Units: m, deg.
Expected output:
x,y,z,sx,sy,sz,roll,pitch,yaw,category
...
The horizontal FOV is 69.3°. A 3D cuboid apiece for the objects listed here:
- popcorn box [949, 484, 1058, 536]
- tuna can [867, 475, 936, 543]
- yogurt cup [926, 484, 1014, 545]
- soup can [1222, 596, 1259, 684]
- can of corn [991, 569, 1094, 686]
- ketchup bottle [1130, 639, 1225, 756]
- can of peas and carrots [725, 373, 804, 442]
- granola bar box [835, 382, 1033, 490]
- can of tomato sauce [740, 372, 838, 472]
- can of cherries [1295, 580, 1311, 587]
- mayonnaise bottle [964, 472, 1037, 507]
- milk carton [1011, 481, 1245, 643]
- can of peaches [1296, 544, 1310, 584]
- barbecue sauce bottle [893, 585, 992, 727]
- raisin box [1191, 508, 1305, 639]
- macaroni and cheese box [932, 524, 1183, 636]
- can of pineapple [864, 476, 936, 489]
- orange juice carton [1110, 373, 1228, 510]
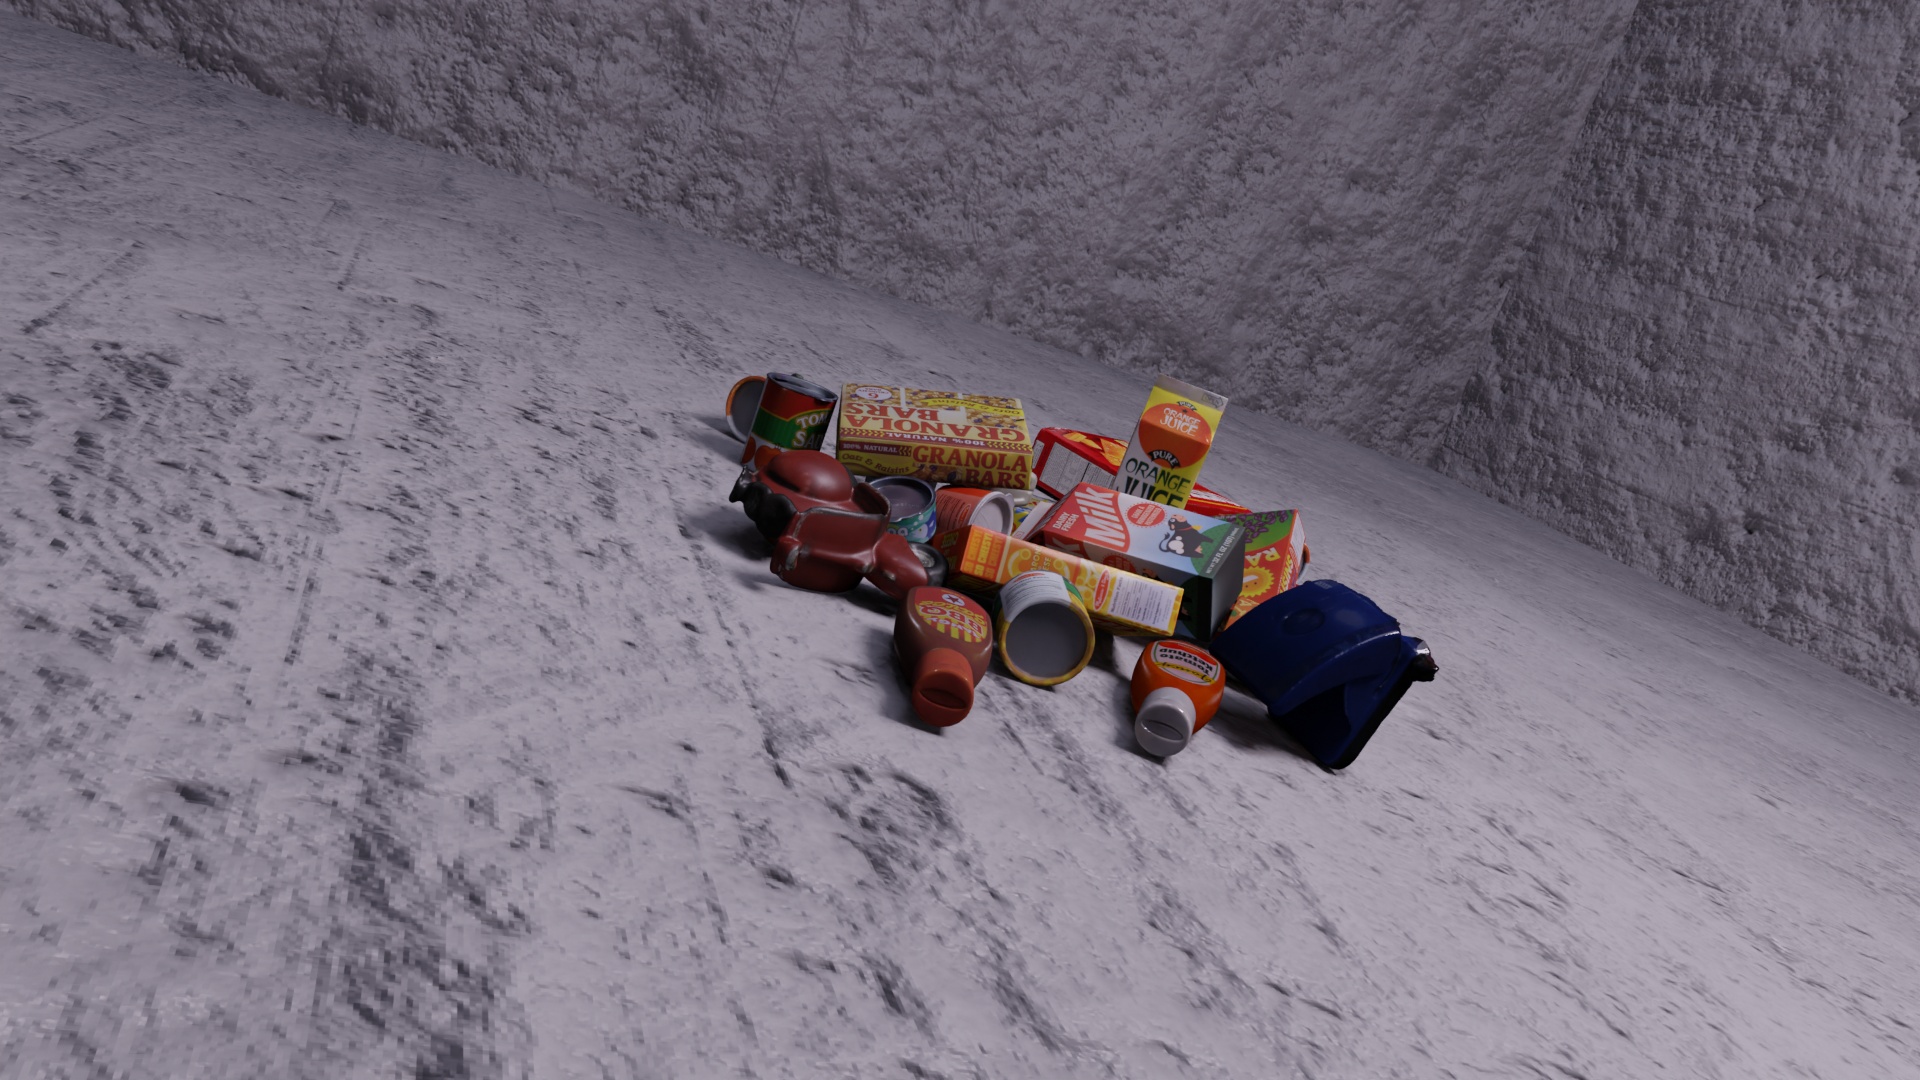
x,y,z,sx,sy,sz,roll,pitch,yaw,category
0.055,-0.021,1.321,0.127,0.038,0.085,15,15,-19,popcorn box
-0.053,-0.021,1.137,0.071,0.032,0.071,0,34,0,tuna can
0.004,-0.015,1.179,0.054,0.072,0.072,19,11,31,yogurt cup
0.252,0.089,1.117,0.084,0.071,0.071,23,14,14,soup can
0.058,0.062,0.959,0.071,0.071,0.058,18,14,-8,can of corn
0.145,0.108,0.949,0.065,0.043,0.149,20,14,10,ketchup bottle
-0.180,-0.126,1.324,0.071,0.070,0.059,26,15,23,can of peas and carrots
-0.025,-0.093,1.214,0.166,0.039,0.125,5,27,-6,granola bar box
-0.151,-0.098,1.234,0.071,0.083,0.071,19,14,-5,can of tomato sauce
0.286,0.066,1.246,0.058,0.071,0.071,13,16,-26,can of cherries
0.014,-0.074,1.299,0.065,0.041,0.148,11,15,-27,mayonnaise bottle
0.134,0.011,1.160,0.191,0.073,0.073,18,46,26,milk carton
0.336,0.016,1.511,0.071,0.071,0.058,11,17,-33,can of peaches
-0.011,0.072,0.867,0.065,0.043,0.149,20,14,-6,barbecue sauce bottle
0.248,0.029,1.210,0.086,0.040,0.124,-4,41,28,raisin box
0.067,0.033,1.051,0.166,0.040,0.123,17,-7,-12,macaroni and cheese box
-0.052,-0.065,1.286,0.058,0.070,0.071,18,14,-10,can of pineapple
0.187,-0.060,1.332,0.072,0.192,0.073,23,14,5,orange juice carton
